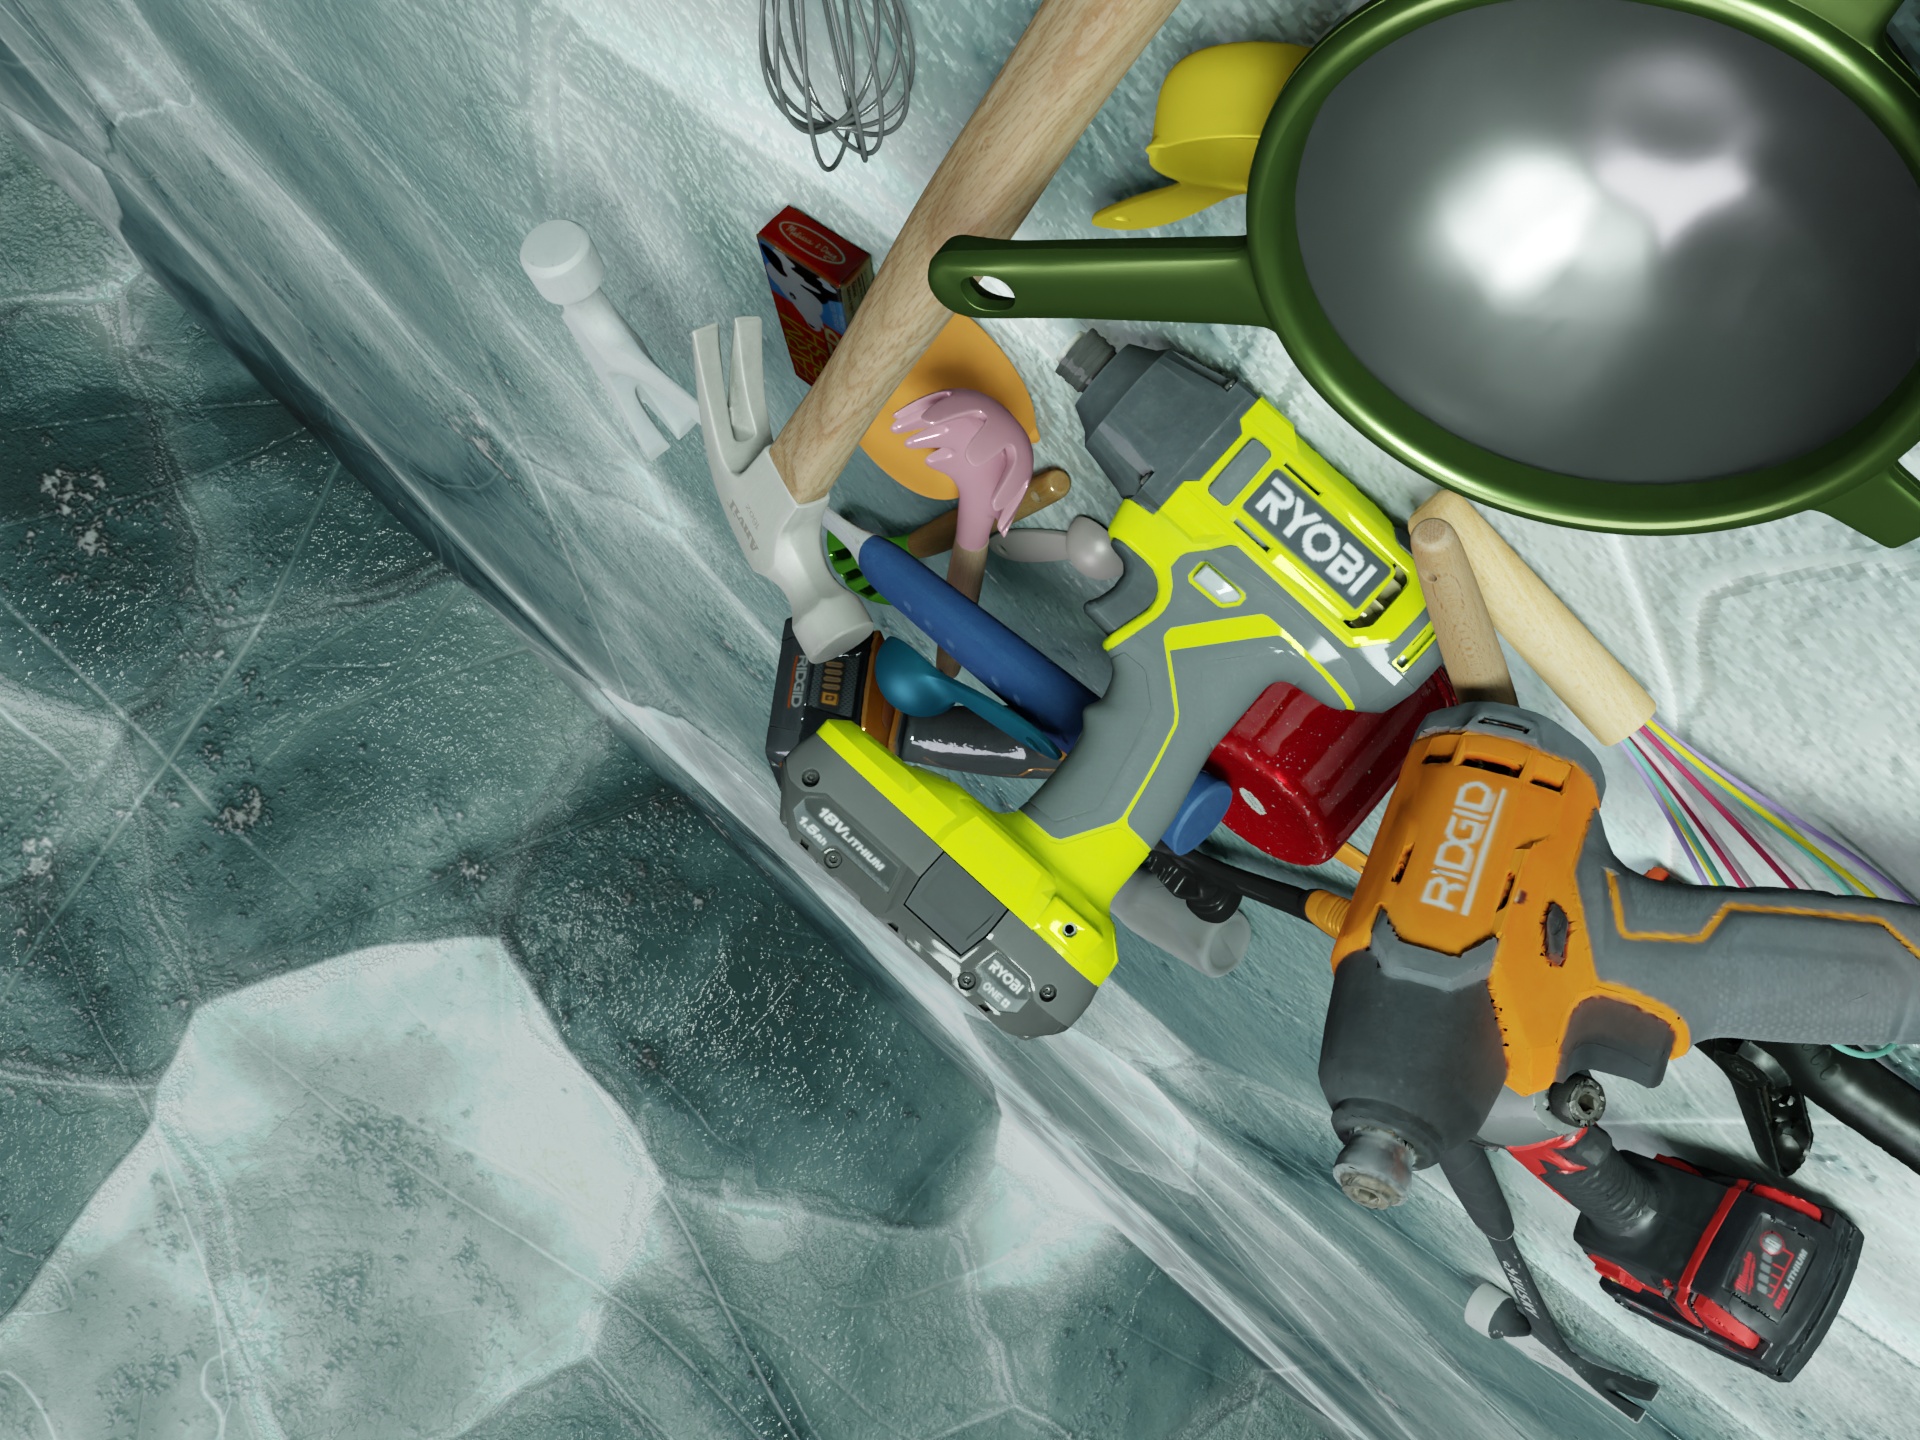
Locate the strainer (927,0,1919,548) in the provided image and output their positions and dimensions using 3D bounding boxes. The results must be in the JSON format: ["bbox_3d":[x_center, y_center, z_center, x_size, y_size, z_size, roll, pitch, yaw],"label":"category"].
[{"bbox_3d":[0.104,-0.123,0.380,0.256,0.069,0.151,12,150,39],"label":"strainer"}]

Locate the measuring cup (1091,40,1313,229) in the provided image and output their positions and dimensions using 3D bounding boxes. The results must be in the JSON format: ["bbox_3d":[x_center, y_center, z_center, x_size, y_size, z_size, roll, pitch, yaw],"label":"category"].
[{"bbox_3d":[0.069,-0.170,0.474,0.062,0.029,0.157,4,-172,-14],"label":"measuring cup"}]

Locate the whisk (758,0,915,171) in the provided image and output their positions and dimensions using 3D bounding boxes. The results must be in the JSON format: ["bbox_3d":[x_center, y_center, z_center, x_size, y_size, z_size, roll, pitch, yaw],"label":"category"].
[{"bbox_3d":[-0.052,-0.270,0.485,0.055,0.055,0.238,36,159,25],"label":"whisk"}]

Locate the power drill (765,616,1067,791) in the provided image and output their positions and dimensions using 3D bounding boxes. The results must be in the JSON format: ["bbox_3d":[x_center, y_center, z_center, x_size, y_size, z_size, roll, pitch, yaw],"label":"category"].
[{"bbox_3d":[0.023,0.002,0.777,0.226,0.084,0.185,7,166,0],"label":"power drill"}]

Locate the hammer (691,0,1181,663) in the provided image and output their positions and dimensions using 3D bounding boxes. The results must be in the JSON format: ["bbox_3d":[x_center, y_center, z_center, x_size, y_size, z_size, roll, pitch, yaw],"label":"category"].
[{"bbox_3d":[-0.016,-0.146,0.535,0.130,0.031,0.331,60,145,10],"label":"hammer"}]

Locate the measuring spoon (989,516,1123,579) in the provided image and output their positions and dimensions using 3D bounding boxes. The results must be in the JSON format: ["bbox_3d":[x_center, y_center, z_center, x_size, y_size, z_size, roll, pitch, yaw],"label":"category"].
[{"bbox_3d":[0.041,-0.082,0.785,0.034,0.018,0.124,50,164,-22],"label":"measuring spoon"}]

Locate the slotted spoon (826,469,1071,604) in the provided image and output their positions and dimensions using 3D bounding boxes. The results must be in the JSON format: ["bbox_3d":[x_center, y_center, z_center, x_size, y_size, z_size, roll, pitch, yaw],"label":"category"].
[{"bbox_3d":[-0.015,-0.101,0.860,0.070,0.031,0.314,52,161,-12],"label":"slotted spoon"}]

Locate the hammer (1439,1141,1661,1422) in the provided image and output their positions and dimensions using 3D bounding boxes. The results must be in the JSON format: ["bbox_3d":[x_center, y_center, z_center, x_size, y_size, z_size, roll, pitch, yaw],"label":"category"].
[{"bbox_3d":[0.365,0.349,1.069,0.149,0.036,0.408,24,155,47],"label":"hammer"}]

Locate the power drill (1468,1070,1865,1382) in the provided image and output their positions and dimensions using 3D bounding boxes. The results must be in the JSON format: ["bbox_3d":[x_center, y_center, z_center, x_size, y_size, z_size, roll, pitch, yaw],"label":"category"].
[{"bbox_3d":[0.290,0.200,0.720,0.219,0.078,0.143,37,168,-14],"label":"power drill"}]

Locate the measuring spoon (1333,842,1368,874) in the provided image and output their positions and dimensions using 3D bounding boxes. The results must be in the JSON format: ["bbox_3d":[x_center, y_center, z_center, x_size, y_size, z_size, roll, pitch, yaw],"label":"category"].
[{"bbox_3d":[0.173,0.057,0.829,0.117,0.011,0.021,33,161,33],"label":"measuring spoon"}]

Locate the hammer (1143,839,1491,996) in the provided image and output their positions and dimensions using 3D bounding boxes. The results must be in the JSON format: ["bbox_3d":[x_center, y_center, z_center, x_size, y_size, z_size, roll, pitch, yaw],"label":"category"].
[{"bbox_3d":[0.205,0.102,0.813,0.127,0.034,0.337,44,165,-33],"label":"hammer"}]

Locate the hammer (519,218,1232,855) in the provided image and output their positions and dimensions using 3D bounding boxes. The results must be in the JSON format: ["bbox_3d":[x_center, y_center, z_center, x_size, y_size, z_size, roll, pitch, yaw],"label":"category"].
[{"bbox_3d":[-0.044,-0.077,0.708,0.406,0.035,0.144,40,168,25],"label":"hammer"}]

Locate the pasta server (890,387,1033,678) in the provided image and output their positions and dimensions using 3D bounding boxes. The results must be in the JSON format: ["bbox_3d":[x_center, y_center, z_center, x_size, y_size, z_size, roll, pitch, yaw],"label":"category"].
[{"bbox_3d":[-0.002,-0.069,0.735,0.060,0.040,0.316,44,165,9],"label":"pasta server"}]

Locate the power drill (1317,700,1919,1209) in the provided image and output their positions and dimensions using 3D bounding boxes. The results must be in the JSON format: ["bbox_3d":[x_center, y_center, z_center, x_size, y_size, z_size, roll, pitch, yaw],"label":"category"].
[{"bbox_3d":[0.218,0.090,0.446,0.226,0.164,0.084,15,145,25],"label":"power drill"}]

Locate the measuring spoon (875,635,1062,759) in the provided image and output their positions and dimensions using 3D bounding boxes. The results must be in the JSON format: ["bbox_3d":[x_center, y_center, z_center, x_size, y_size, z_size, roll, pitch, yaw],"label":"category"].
[{"bbox_3d":[-0.001,-0.002,0.666,0.129,0.021,0.042,31,161,53],"label":"measuring spoon"}]

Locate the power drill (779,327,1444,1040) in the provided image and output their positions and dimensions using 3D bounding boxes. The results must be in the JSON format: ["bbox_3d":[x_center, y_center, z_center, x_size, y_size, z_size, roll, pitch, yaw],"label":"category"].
[{"bbox_3d":[0.046,-0.016,0.565,0.171,0.223,0.080,42,177,1],"label":"power drill"}]

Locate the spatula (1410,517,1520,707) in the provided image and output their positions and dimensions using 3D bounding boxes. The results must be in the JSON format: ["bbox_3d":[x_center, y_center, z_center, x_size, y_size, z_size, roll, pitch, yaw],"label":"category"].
[{"bbox_3d":[0.196,0.025,0.580,0.082,0.044,0.317,26,167,36],"label":"spatula"}]

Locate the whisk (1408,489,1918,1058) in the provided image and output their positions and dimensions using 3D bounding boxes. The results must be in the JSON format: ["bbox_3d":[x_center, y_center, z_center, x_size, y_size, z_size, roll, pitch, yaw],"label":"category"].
[{"bbox_3d":[0.235,0.020,0.532,0.245,0.051,0.047,47,170,-1],"label":"whisk"}]

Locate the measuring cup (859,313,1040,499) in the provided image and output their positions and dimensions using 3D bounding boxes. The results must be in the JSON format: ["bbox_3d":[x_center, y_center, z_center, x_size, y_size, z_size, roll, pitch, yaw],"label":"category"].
[{"bbox_3d":[-0.023,-0.130,0.751,0.095,0.052,0.173,43,162,3],"label":"measuring cup"}]
